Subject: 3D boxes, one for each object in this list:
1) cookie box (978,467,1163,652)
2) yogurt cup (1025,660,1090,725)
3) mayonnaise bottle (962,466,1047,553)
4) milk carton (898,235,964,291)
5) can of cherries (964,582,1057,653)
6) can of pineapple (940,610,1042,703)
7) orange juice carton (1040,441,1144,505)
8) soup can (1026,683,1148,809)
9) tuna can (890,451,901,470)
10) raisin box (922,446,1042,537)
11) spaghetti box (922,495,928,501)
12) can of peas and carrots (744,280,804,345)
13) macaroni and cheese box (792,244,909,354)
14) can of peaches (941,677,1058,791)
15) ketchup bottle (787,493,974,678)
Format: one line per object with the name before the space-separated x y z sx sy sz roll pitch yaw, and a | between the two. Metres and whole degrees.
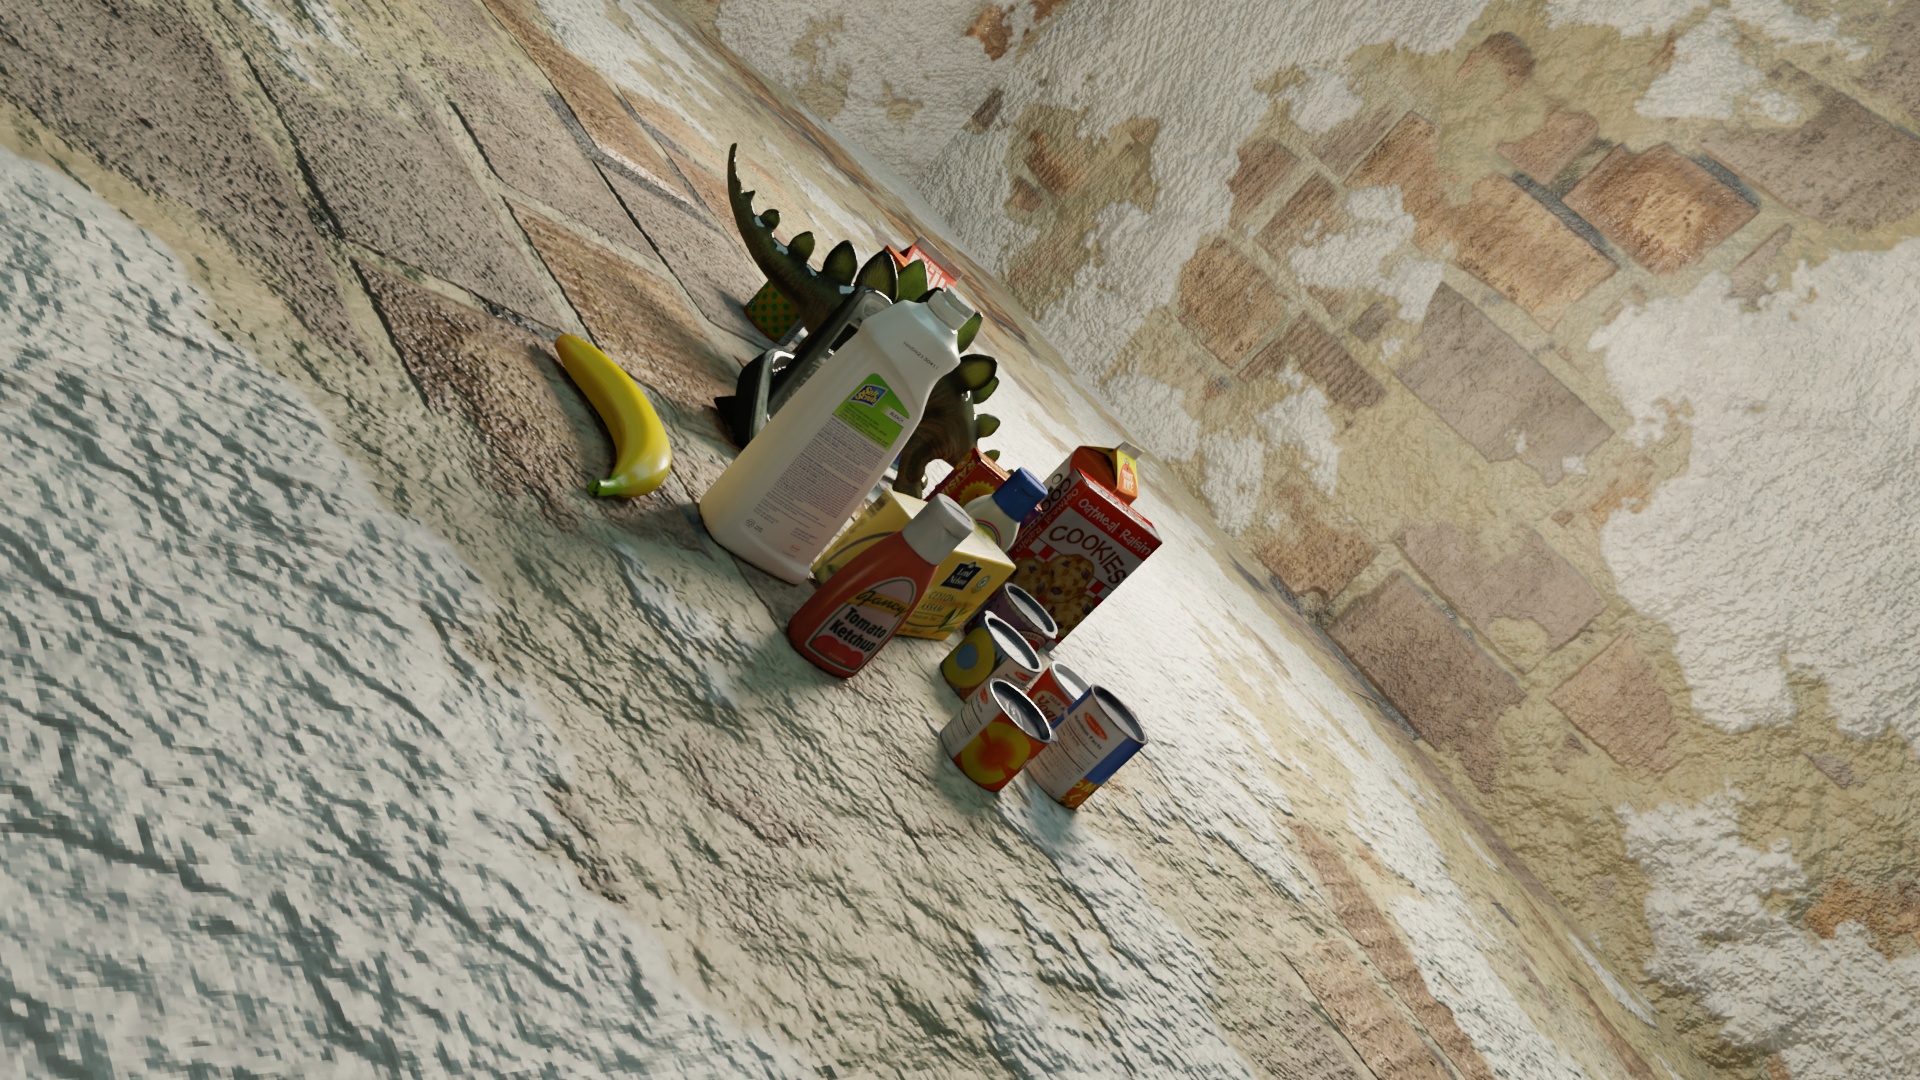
cookie box | 0.103 0.021 1.397 0.123 0.167 0.040 34 17 -36
yogurt cup | 0.087 0.148 1.226 0.072 0.054 0.072 41 15 -13
mayonnaise bottle | 0.016 -0.004 1.270 0.064 0.148 0.041 42 14 -9
milk carton | -0.085 -0.272 1.659 0.072 0.190 0.074 39 15 -21
can of cherries | 0.047 0.084 1.288 0.071 0.058 0.072 41 15 -13
can of pineapple | 0.025 0.105 1.172 0.071 0.057 0.071 41 15 -13
orange juice carton | 0.134 -0.041 1.603 0.073 0.192 0.072 51 15 24
soup can | 0.104 0.171 1.150 0.071 0.083 0.071 41 14 -13
tuna can | -0.077 -0.111 1.546 0.071 0.032 0.071 41 15 -13
raisin box | 0.005 -0.017 1.324 0.086 0.123 0.040 38 15 -24
spaghetti box | 0.024 0.009 1.450 0.250 0.050 0.029 23 25 -55
can of peas and carrots | -0.205 -0.266 1.580 0.071 0.058 0.071 41 15 -13
macaroni and cheese box | -0.102 -0.230 1.542 0.040 0.166 0.124 31 20 -44
can of peaches | 0.029 0.149 1.058 0.071 0.058 0.071 41 15 -13
ketchup bottle | -0.053 0.030 0.986 0.064 0.148 0.044 35 17 -34
